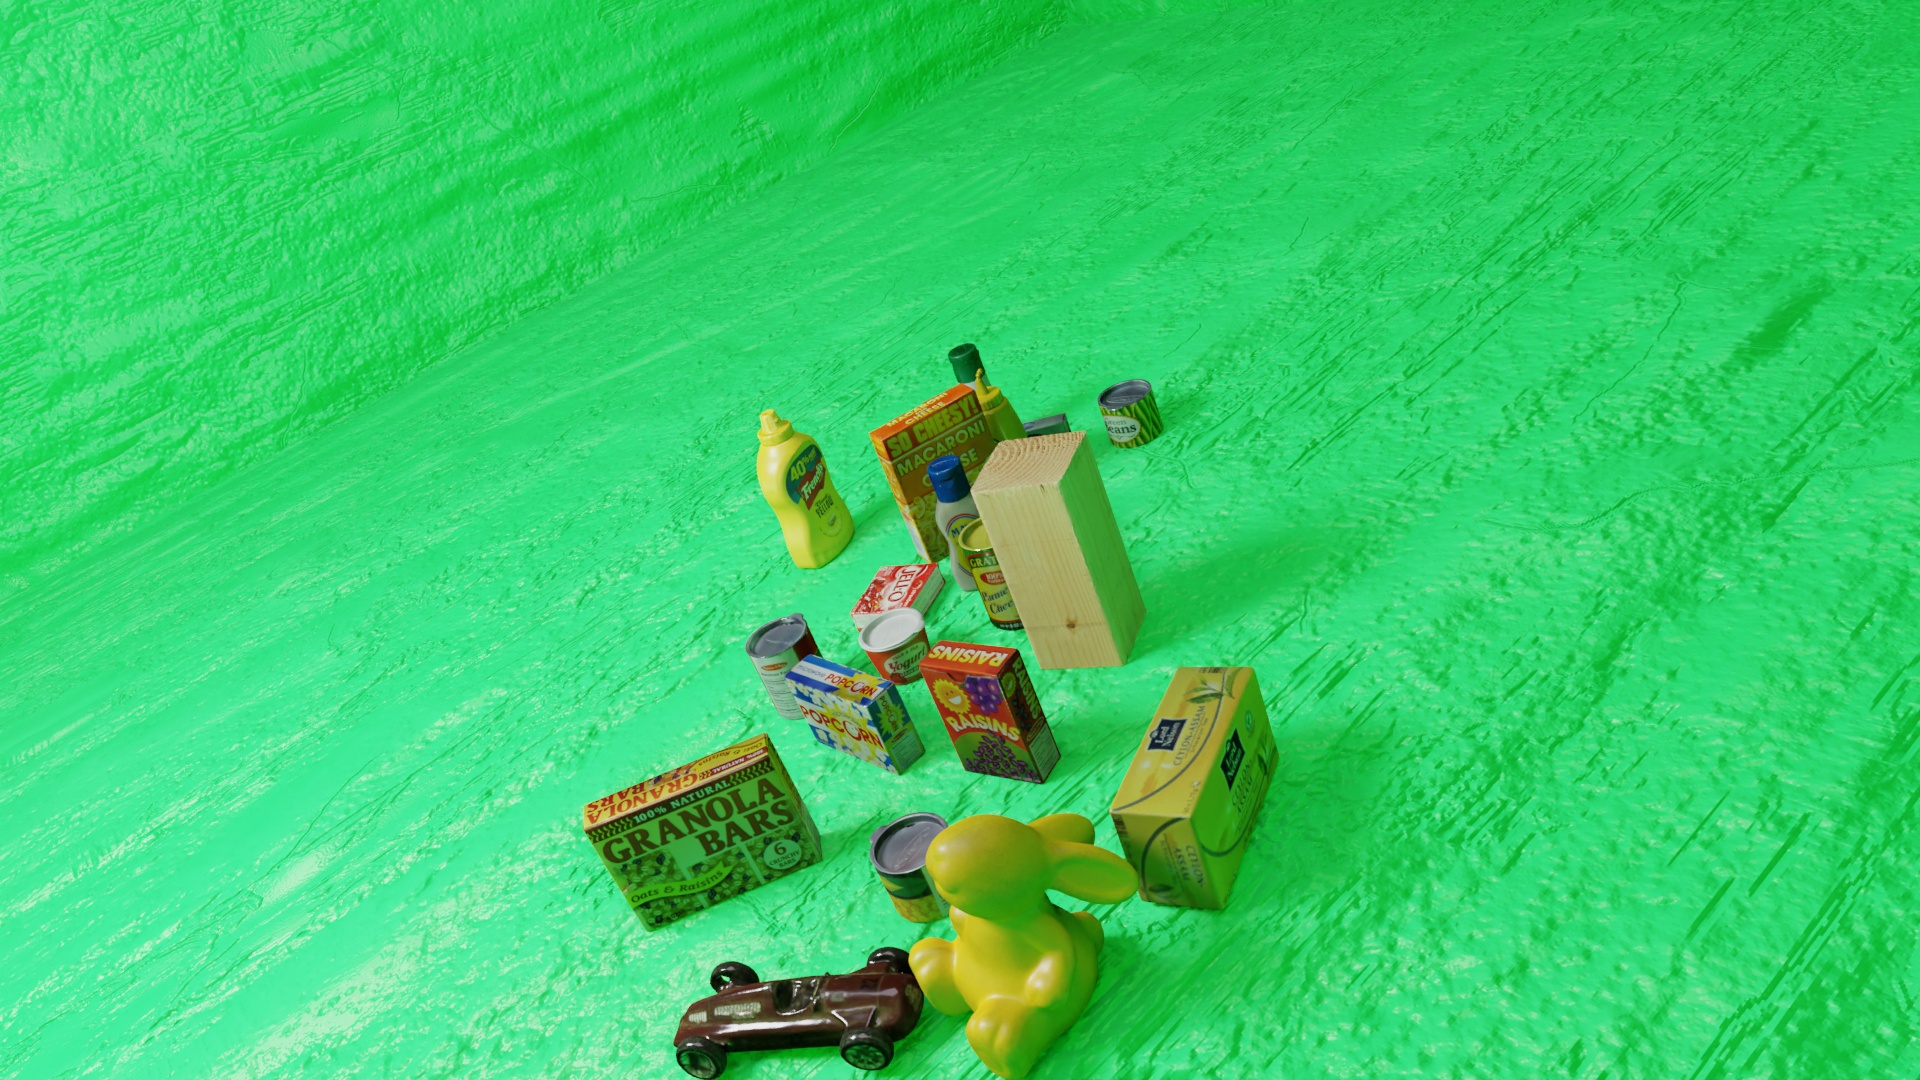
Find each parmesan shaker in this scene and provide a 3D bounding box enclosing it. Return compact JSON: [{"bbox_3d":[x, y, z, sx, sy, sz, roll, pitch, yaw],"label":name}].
[{"bbox_3d":[0.048,0.031,1.392,0.071,0.102,0.071,-16,29,9],"label":"parmesan shaker"}]

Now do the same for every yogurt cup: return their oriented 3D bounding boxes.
[{"bbox_3d":[-0.061,0.107,1.386,0.072,0.053,0.073,-16,29,9],"label":"yogurt cup"}]

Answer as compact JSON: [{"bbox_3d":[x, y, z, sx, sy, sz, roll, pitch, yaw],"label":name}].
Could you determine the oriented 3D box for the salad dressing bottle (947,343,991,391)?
[{"bbox_3d":[0.025,-0.170,1.704,0.044,0.147,0.064,-19,28,5],"label":"salad dressing bottle"}]

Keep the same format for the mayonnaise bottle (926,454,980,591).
[{"bbox_3d":[0.005,-0.018,1.458,0.065,0.147,0.041,-17,29,9],"label":"mayonnaise bottle"}]

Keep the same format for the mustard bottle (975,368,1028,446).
[{"bbox_3d":[0.041,-0.126,1.606,0.065,0.159,0.049,6,39,41],"label":"mustard bottle"}]

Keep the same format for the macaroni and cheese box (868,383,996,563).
[{"bbox_3d":[-0.016,-0.074,1.549,0.124,0.165,0.040,-30,30,-16],"label":"macaroni and cheese box"}]

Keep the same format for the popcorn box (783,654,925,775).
[{"bbox_3d":[-0.100,0.160,1.289,0.127,0.085,0.038,12,43,45],"label":"popcorn box"}]

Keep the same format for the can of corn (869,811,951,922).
[{"bbox_3d":[-0.033,0.259,1.103,0.071,0.058,0.071,-16,29,9],"label":"can of corn"}]

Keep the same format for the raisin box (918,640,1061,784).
[{"bbox_3d":[0.025,0.147,1.189,0.086,0.123,0.040,4,37,38],"label":"raisin box"}]

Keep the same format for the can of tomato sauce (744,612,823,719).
[{"bbox_3d":[-0.168,0.127,1.394,0.071,0.082,0.071,-16,29,9],"label":"can of tomato sauce"}]

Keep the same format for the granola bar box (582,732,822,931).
[{"bbox_3d":[-0.216,0.248,1.176,0.166,0.123,0.039,-22,28,-1],"label":"granola bar box"}]

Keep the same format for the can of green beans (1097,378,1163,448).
[{"bbox_3d":[0.202,-0.150,1.646,0.071,0.057,0.071,-16,29,9],"label":"can of green beans"}]

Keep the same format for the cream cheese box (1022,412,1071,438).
[{"bbox_3d":[0.084,-0.115,1.669,0.104,0.053,0.024,-12,30,16],"label":"cream cheese box"}]
